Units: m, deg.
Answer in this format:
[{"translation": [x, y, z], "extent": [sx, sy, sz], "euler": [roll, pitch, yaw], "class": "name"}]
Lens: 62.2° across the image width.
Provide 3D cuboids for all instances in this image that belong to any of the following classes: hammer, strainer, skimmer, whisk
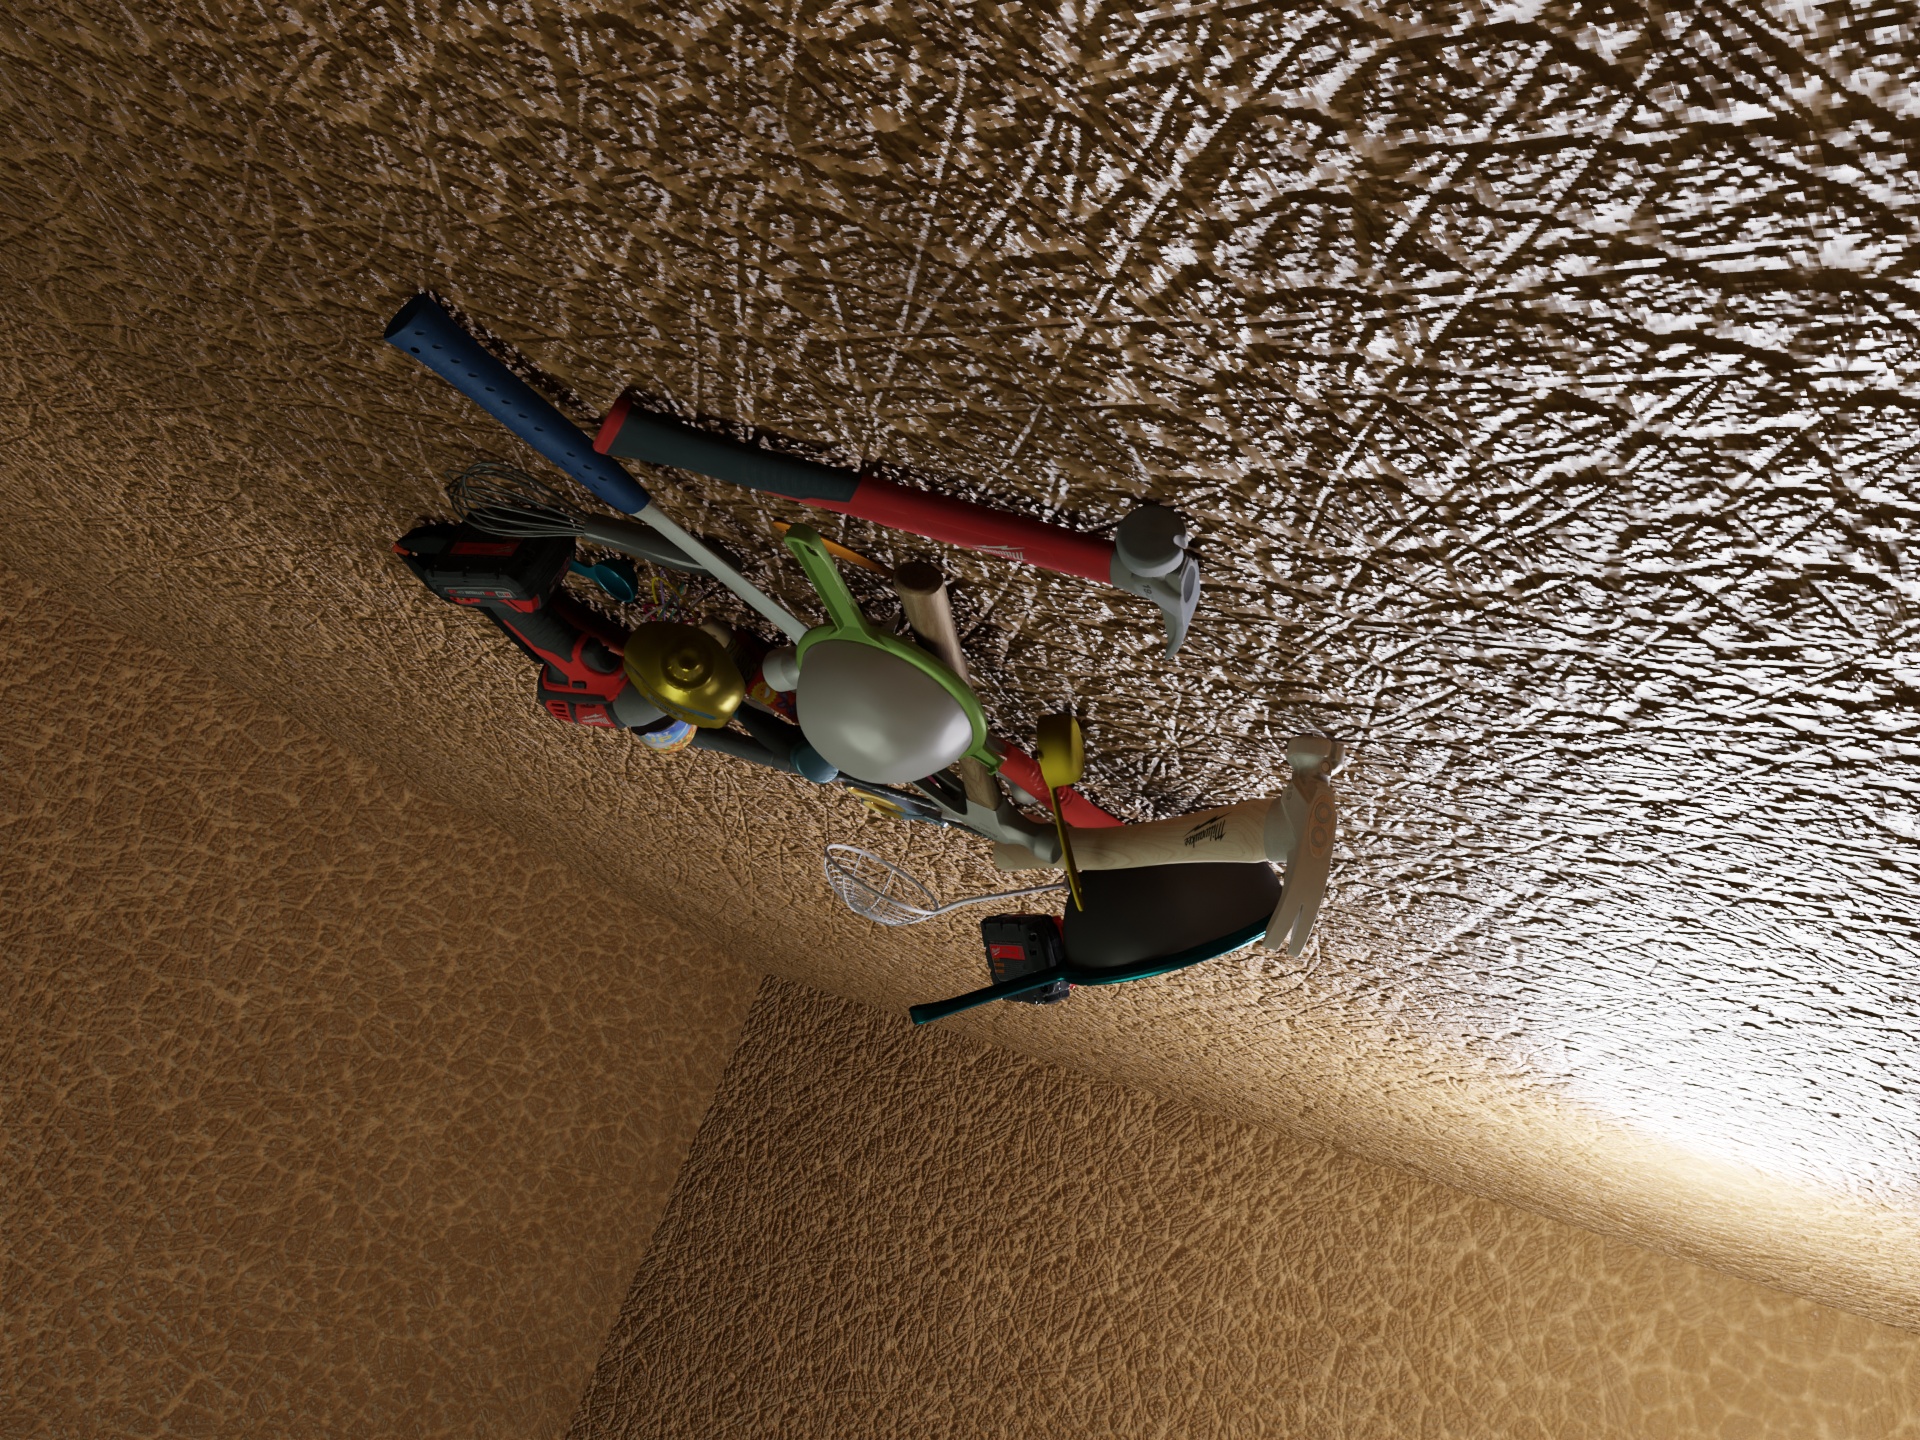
[{"translation": [-0.121, 0.057, 1.616], "extent": [0.409, 0.036, 0.149], "euler": [15, 171, 31], "class": "hammer"}, {"translation": [0.110, 0.162, 1.336], "extent": [0.340, 0.095, 0.211], "euler": [-17, -178, -5], "class": "strainer"}, {"translation": [0.043, 0.137, 1.529], "extent": [0.363, 0.090, 0.127], "euler": [-11, 173, 20], "class": "skimmer"}, {"translation": [-0.275, -0.147, 1.188], "extent": [0.239, 0.055, 0.055], "euler": [16, 163, 6], "class": "whisk"}, {"translation": [0.136, 0.104, 1.221], "extent": [0.038, 0.146, 0.411], "euler": [21, 164, -25], "class": "hammer"}, {"translation": [-0.177, 0.001, 1.391], "extent": [0.128, 0.033, 0.331], "euler": [31, 178, -27], "class": "hammer"}, {"translation": [-0.252, -0.079, 1.369], "extent": [0.047, 0.051, 0.245], "euler": [20, 167, -10], "class": "whisk"}, {"translation": [-0.002, -0.004, 1.173], "extent": [0.130, 0.031, 0.331], "euler": [22, 153, 25], "class": "hammer"}, {"translation": [-0.076, -0.028, 1.082], "extent": [0.151, 0.069, 0.256], "euler": [13, 150, 27], "class": "strainer"}, {"translation": [-0.206, -0.142, 1.078], "extent": [0.144, 0.035, 0.405], "euler": [-9, 143, 42], "class": "hammer"}, {"translation": [0.039, 0.036, 1.359], "extent": [0.149, 0.037, 0.358], "euler": [5, 156, 46], "class": "hammer"}, {"translation": [-0.045, -0.125, 0.957], "extent": [0.386, 0.038, 0.143], "euler": [17, 165, 18], "class": "hammer"}]

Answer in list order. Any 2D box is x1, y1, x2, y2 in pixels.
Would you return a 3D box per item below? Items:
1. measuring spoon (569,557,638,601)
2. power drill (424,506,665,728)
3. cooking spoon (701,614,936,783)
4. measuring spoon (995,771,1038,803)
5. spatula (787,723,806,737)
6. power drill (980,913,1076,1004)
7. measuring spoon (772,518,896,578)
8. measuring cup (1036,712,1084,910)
[{"translation": [-0.315, -0.135, 1.329], "extent": [0.129, 0.021, 0.042], "euler": [25, 151, 27], "class": "measuring spoon"}, {"translation": [-0.327, -0.074, 1.324], "extent": [0.143, 0.079, 0.219], "euler": [6, 144, 30], "class": "power drill"}, {"translation": [-0.124, -0.013, 1.450], "extent": [0.069, 0.017, 0.318], "euler": [13, 163, 44], "class": "cooking spoon"}, {"translation": [0.019, 0.048, 1.453], "extent": [0.124, 0.018, 0.034], "euler": [25, 164, -6], "class": "measuring spoon"}, {"translation": [-0.134, 0.016, 1.507], "extent": [0.059, 0.018, 0.316], "euler": [32, 167, -27], "class": "spatula"}, {"translation": [0.136, 0.203, 1.533], "extent": [0.226, 0.080, 0.188], "euler": [-13, 179, -24], "class": "power drill"}, {"translation": [-0.077, -0.110, 1.091], "extent": [0.117, 0.011, 0.021], "euler": [24, 164, -4], "class": "measuring spoon"}, {"translation": [0.088, 0.070, 1.230], "extent": [0.029, 0.156, 0.062], "euler": [-11, -176, 14], "class": "measuring cup"}]
